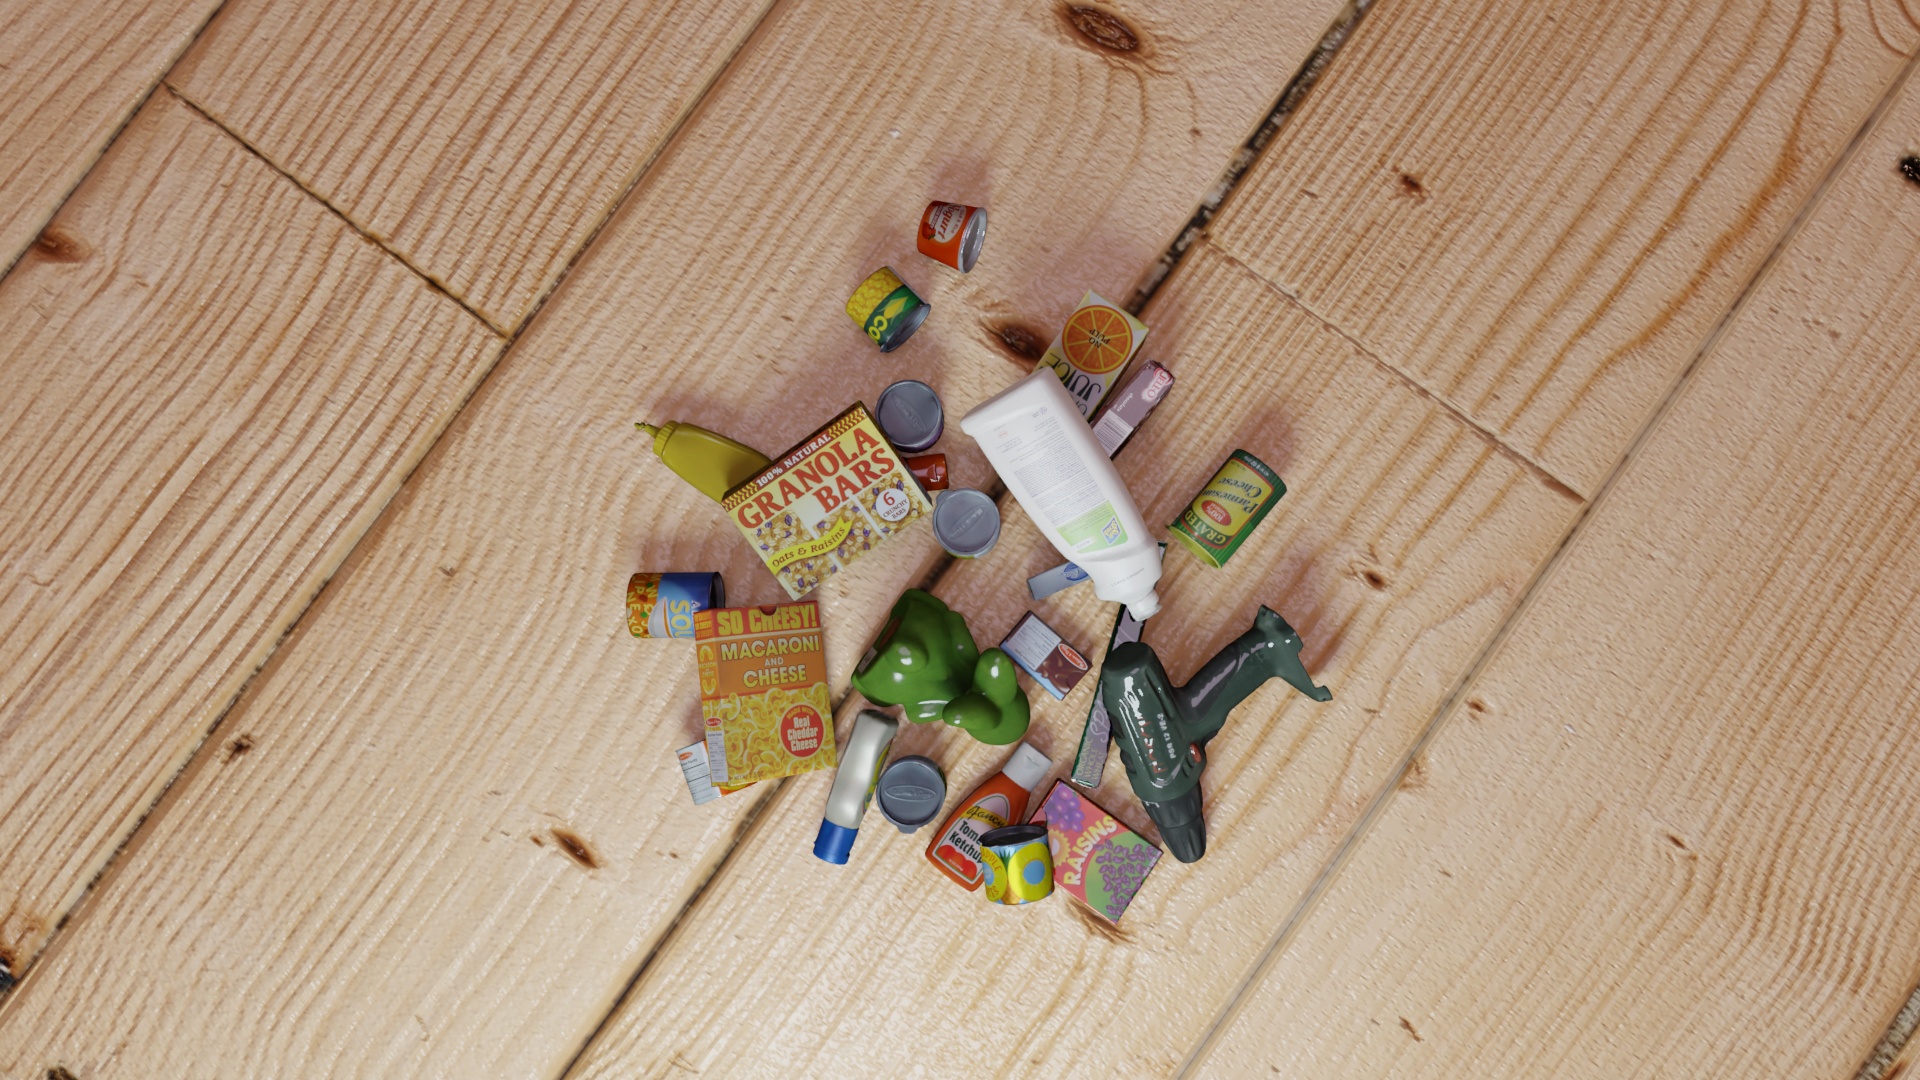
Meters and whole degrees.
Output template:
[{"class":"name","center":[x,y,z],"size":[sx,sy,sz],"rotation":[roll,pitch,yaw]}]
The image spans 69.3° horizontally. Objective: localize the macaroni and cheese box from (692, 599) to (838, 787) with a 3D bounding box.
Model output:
[{"class":"macaroni and cheese box","center":[-0.187,0.145,1.338],"size":[0.124,0.040,0.166],"rotation":[-3,83,-41]}]

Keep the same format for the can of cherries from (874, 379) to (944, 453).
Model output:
[{"class":"can of cherries","center":[-0.052,-0.121,1.382],"size":[0.071,0.058,0.071],"rotation":[0,86,2]}]

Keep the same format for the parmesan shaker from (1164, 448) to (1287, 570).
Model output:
[{"class":"parmesan shaker","center":[0.260,-0.033,1.359],"size":[0.071,0.071,0.103],"rotation":[40,87,5]}]

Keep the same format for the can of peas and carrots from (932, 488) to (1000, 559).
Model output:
[{"class":"can of peas and carrots","center":[0.005,-0.017,1.370],"size":[0.071,0.058,0.071],"rotation":[0,85,3]}]

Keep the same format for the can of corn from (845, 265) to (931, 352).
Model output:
[{"class":"can of corn","center":[-0.074,-0.230,1.387],"size":[0.071,0.071,0.058],"rotation":[-45,84,-2]}]

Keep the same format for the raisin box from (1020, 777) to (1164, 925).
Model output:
[{"class":"raisin box","center":[0.122,0.300,1.347],"size":[0.123,0.040,0.086],"rotation":[35,88,5]}]

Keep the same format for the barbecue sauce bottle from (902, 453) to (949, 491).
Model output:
[{"class":"barbecue sauce bottle","center":[-0.087,-0.060,1.385],"size":[0.148,0.044,0.065],"rotation":[-8,93,1]}]

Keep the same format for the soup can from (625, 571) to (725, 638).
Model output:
[{"class":"soup can","center":[-0.280,0.066,1.368],"size":[0.084,0.071,0.071],"rotation":[-1,85,3]}]

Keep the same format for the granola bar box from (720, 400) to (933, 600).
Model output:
[{"class":"granola bar box","center":[-0.128,-0.039,1.344],"size":[0.165,0.039,0.124],"rotation":[-34,105,7]}]

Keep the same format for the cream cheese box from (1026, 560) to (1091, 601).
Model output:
[{"class":"cream cheese box","center":[0.115,0.030,1.364],"size":[0.104,0.053,0.024],"rotation":[-22,89,0]}]

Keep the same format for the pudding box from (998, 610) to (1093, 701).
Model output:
[{"class":"pudding box","center":[0.083,0.114,1.370],"size":[0.084,0.030,0.049],"rotation":[41,87,5]}]

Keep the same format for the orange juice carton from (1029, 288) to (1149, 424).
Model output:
[{"class":"orange juice carton","center":[0.102,-0.144,1.371],"size":[0.073,0.072,0.193],"rotation":[34,87,5]}]

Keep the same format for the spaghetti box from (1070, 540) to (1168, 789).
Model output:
[{"class":"spaghetti box","center":[0.155,0.119,1.357],"size":[0.029,0.050,0.250],"rotation":[16,86,5]}]

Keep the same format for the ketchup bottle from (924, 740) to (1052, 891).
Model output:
[{"class":"ketchup bottle","center":[0.032,0.264,1.352],"size":[0.065,0.043,0.149],"rotation":[36,87,8]}]

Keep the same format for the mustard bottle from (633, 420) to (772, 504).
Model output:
[{"class":"mustard bottle","center":[-0.255,-0.082,1.391],"size":[0.160,0.049,0.065],"rotation":[29,90,5]}]

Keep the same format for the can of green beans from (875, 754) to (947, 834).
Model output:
[{"class":"can of green beans","center":[-0.047,0.243,1.349],"size":[0.071,0.058,0.071],"rotation":[0,85,2]}]

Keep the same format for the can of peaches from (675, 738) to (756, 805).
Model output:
[{"class":"can of peaches","center":[-0.235,0.220,1.355],"size":[0.071,0.071,0.058],"rotation":[-21,85,0]}]

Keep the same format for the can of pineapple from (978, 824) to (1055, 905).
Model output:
[{"class":"can of pineapple","center":[0.051,0.303,1.297],"size":[0.071,0.071,0.058],"rotation":[-8,93,2]}]

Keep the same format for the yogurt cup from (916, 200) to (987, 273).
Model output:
[{"class":"yogurt cup","center":[-0.009,-0.308,1.395],"size":[0.054,0.072,0.072],"rotation":[20,86,12]}]

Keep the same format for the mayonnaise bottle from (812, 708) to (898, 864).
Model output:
[{"class":"mayonnaise bottle","center":[-0.103,0.239,1.351],"size":[0.041,0.065,0.148],"rotation":[19,90,9]}]
